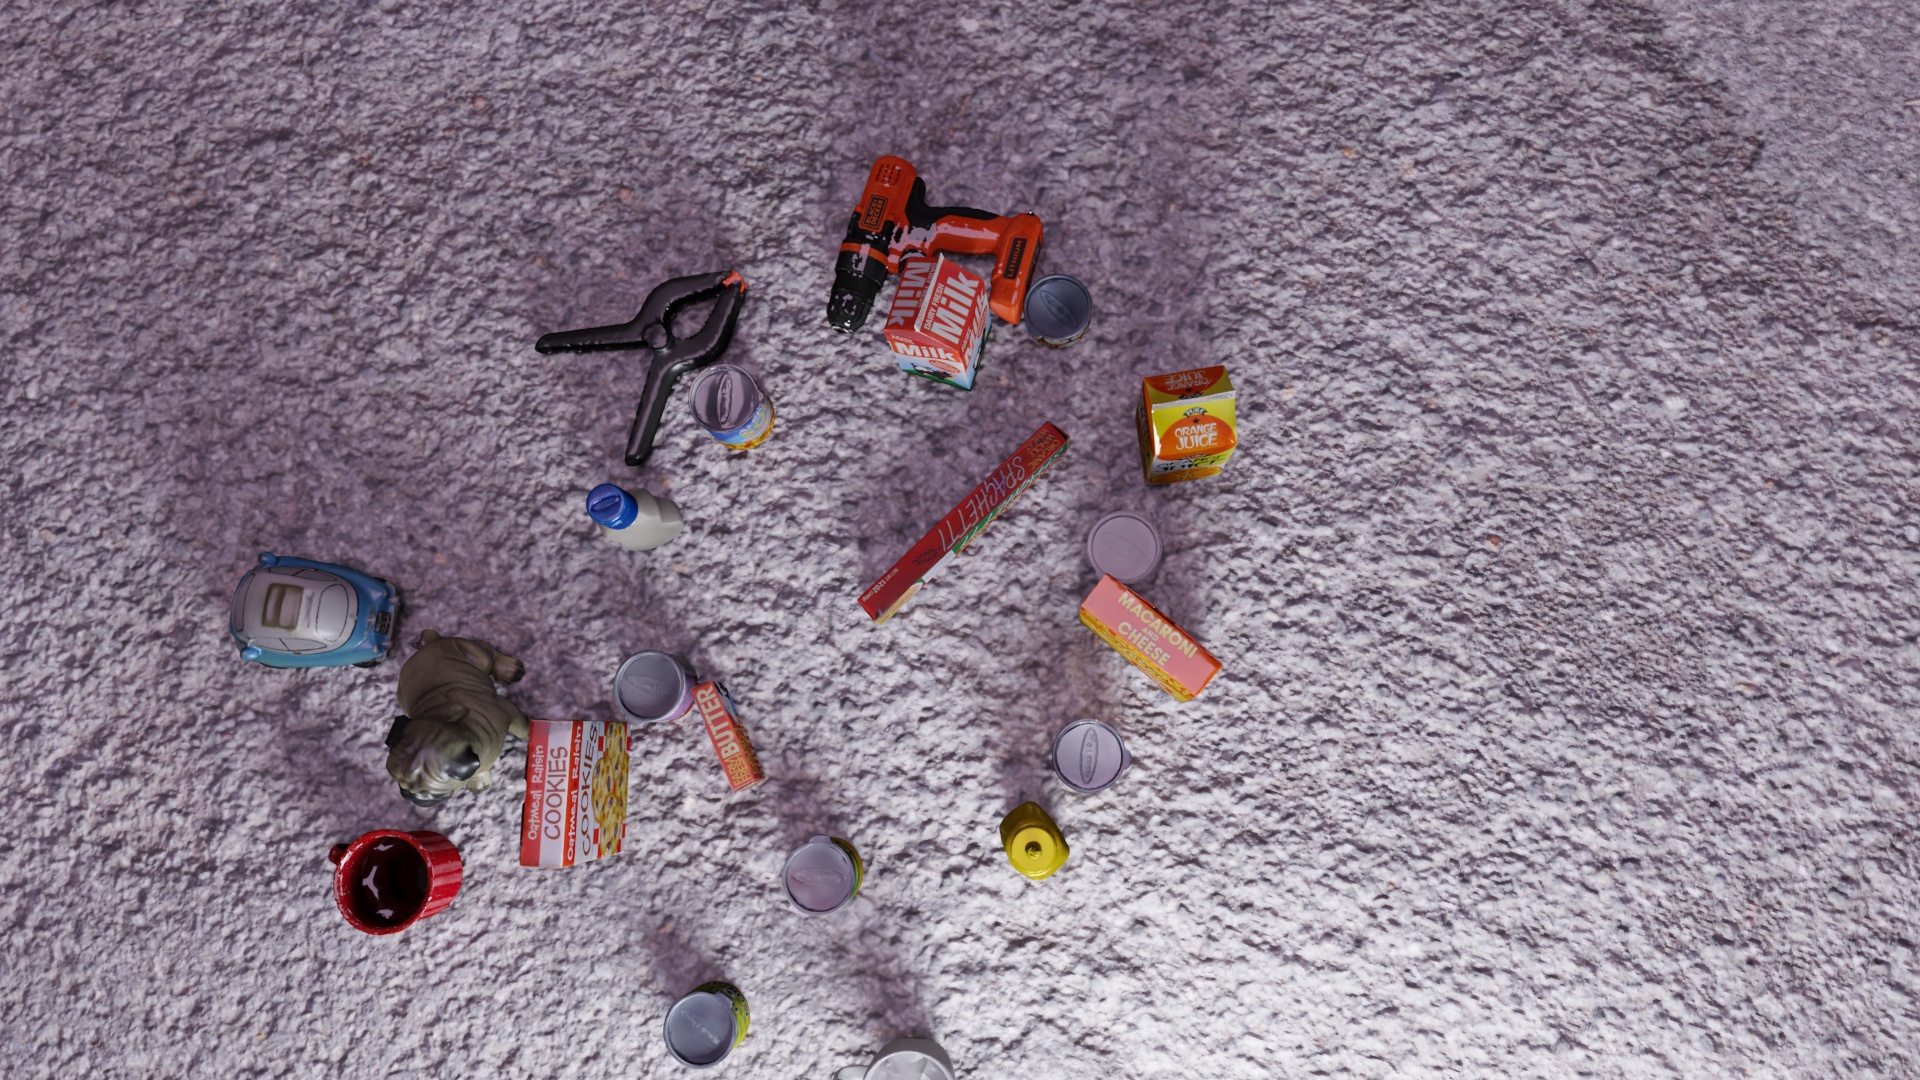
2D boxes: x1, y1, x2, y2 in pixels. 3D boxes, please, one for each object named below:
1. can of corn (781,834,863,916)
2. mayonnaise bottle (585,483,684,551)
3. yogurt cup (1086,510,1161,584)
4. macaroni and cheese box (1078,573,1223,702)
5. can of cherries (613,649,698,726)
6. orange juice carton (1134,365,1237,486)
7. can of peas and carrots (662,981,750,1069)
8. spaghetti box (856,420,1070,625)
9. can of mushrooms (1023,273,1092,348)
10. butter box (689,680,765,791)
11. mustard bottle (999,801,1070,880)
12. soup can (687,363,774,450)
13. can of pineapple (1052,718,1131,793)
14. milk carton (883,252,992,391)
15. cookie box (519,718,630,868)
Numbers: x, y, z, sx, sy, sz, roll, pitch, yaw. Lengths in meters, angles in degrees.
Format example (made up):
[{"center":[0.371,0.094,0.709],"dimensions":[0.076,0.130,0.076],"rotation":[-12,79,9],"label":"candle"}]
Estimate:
[{"center":[-0.124,0.301,1.261],"dimensions":[0.071,0.058,0.071],"rotation":[-1,81,4],"label":"can of corn"},{"center":[-0.303,-0.023,1.279],"dimensions":[0.065,0.148,0.041],"rotation":[-24,81,0],"label":"mayonnaise bottle"},{"center":[0.151,0.010,1.290],"dimensions":[0.072,0.054,0.072],"rotation":[-1,81,4],"label":"yogurt cup"},{"center":[0.163,0.087,1.220],"dimensions":[0.124,0.166,0.040],"rotation":[39,86,8],"label":"macaroni and cheese box"},{"center":[-0.285,0.139,1.298],"dimensions":[0.071,0.058,0.071],"rotation":[-1,81,4],"label":"can of cherries"},{"center":[0.199,-0.103,1.234],"dimensions":[0.072,0.192,0.073],"rotation":[-8,81,3],"label":"orange juice carton"},{"center":[-0.225,0.432,1.248],"dimensions":[0.071,0.058,0.071],"rotation":[-1,81,4],"label":"can of peas and carrots"},{"center":[0.005,-0.016,1.306],"dimensions":[0.250,0.050,0.029],"rotation":[-43,81,-3],"label":"spaghetti box"},{"center":[0.092,-0.219,1.340],"dimensions":[0.071,0.033,0.071],"rotation":[-1,81,4],"label":"can of mushrooms"},{"center":[-0.215,0.181,1.289],"dimensions":[0.024,0.053,0.103],"rotation":[-25,80,0],"label":"butter box"},{"center":[0.063,0.263,1.203],"dimensions":[0.049,0.160,0.065],"rotation":[-38,81,-2],"label":"mustard bottle"},{"center":[-0.214,-0.125,1.321],"dimensions":[0.071,0.083,0.071],"rotation":[-1,82,4],"label":"soup can"},{"center":[0.118,0.196,1.261],"dimensions":[0.071,0.058,0.071],"rotation":[-1,81,4],"label":"can of pineapple"},{"center":[-0.020,-0.199,1.265],"dimensions":[0.073,0.190,0.072],"rotation":[17,83,6],"label":"milk carton"},{"center":[-0.340,0.221,1.234],"dimensions":[0.040,0.167,0.123],"rotation":[1,82,4],"label":"cookie box"}]
